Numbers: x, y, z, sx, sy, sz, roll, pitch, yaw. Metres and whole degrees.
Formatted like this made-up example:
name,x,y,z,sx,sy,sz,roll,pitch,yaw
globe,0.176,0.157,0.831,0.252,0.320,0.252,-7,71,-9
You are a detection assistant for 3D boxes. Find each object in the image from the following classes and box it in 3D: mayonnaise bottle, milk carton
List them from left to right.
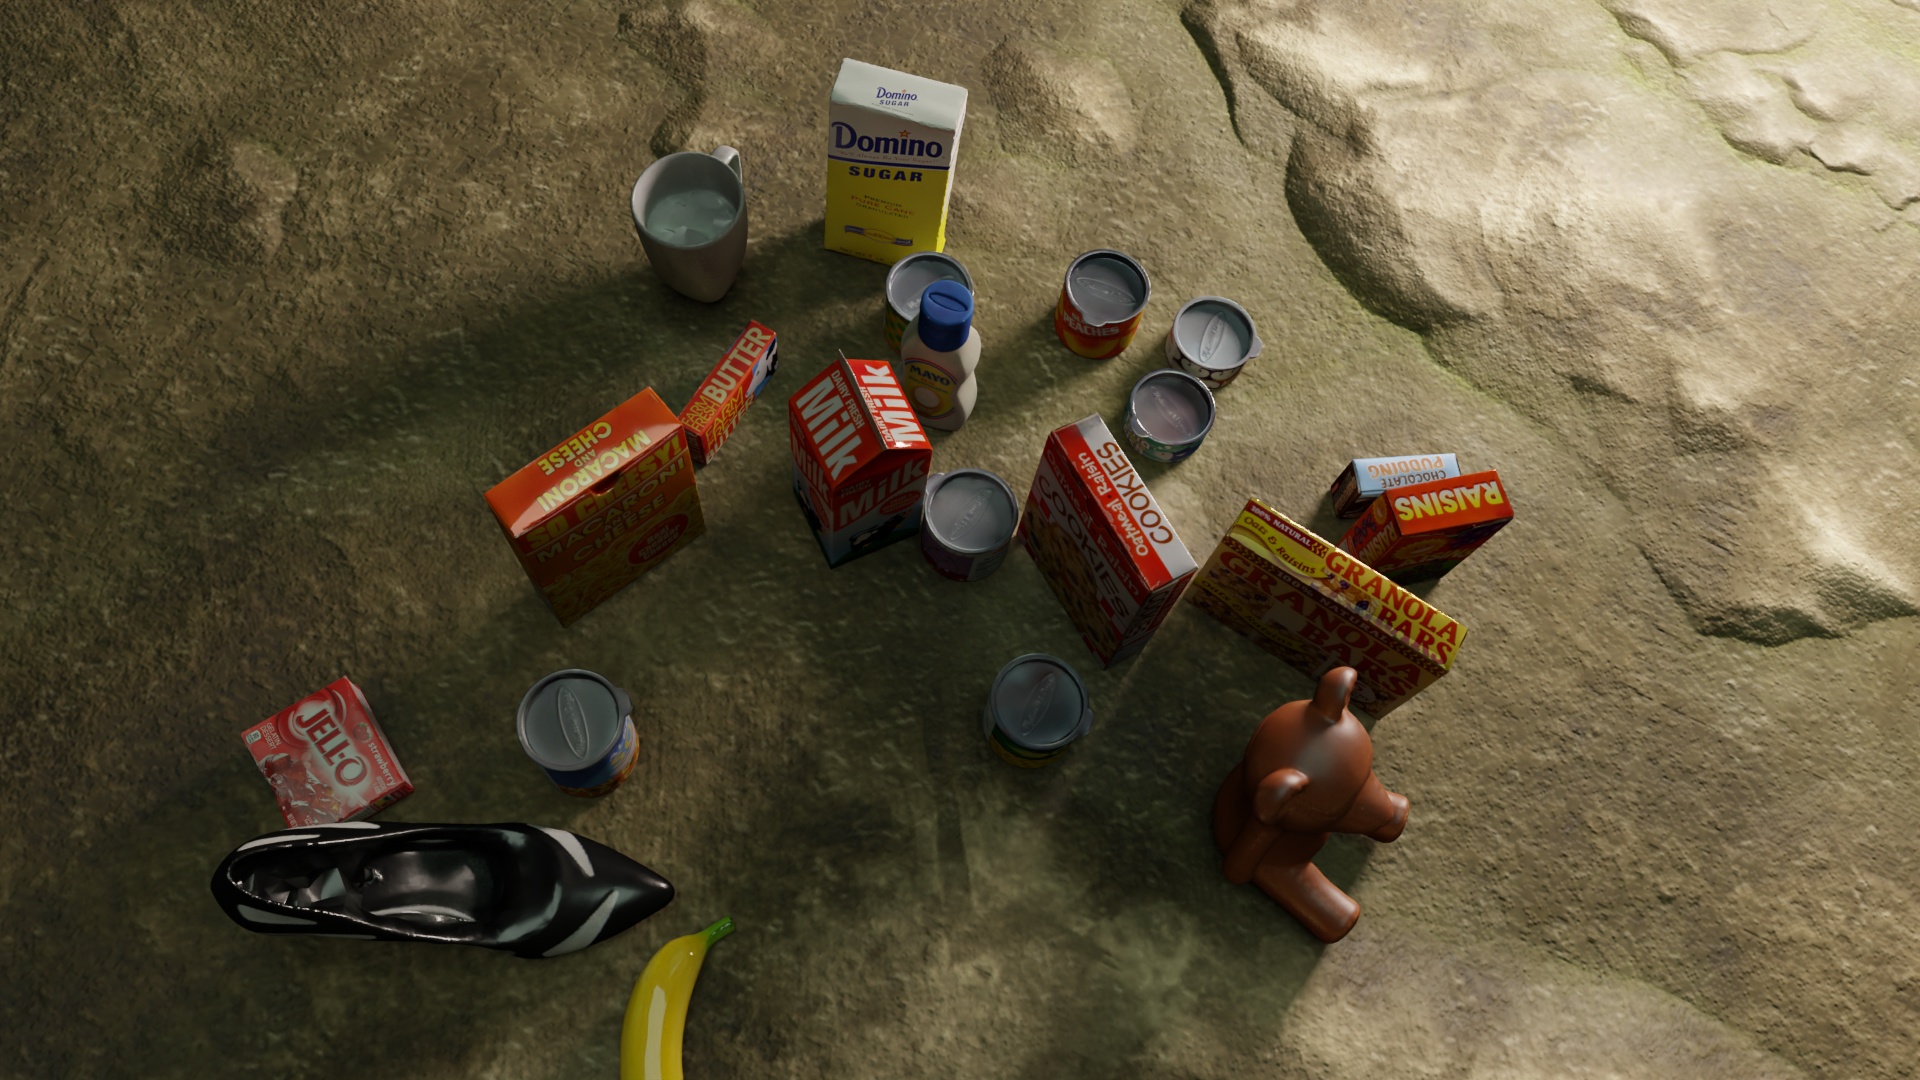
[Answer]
name,x,y,z,sx,sy,sz,roll,pitch,yaw
milk carton,-0.069,-0.055,0.935,0.073,0.189,0.072,-23,72,-14
mayonnaise bottle,-0.016,-0.132,0.995,0.065,0.147,0.041,22,68,4

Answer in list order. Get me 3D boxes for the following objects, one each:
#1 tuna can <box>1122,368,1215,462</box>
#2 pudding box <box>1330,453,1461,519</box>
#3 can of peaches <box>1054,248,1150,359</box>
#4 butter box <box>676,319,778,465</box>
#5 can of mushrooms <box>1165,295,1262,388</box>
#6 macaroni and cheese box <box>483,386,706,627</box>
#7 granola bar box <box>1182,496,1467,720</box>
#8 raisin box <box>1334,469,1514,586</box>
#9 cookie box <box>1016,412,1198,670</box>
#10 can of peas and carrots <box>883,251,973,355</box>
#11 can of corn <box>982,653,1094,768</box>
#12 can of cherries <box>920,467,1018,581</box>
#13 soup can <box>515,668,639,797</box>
name,x,y,z,sx,sy,sz,roll,pitch,yaw
tuna can,0.156,-0.094,1.058,0.071,0.032,0.071,2,67,-5
pudding box,0.327,-0.041,1.044,0.084,0.049,0.030,-4,68,-7
can of peaches,0.108,-0.181,1.076,0.071,0.057,0.071,2,67,-5
butter box,-0.171,-0.108,1.022,0.024,0.053,0.104,29,68,7
can of mushrooms,0.198,-0.154,1.087,0.071,0.033,0.071,2,67,-5
macaroni and cheese box,-0.234,-0.017,0.916,0.124,0.165,0.040,-37,76,-18
granola bar box,0.247,0.049,0.958,0.166,0.123,0.039,33,69,8
raisin box,0.323,-0.003,0.988,0.086,0.123,0.040,-10,69,-9
cookie box,0.093,0.006,0.938,0.040,0.166,0.123,-27,73,-15
can of peas and carrots,-0.024,-0.176,1.061,0.071,0.058,0.071,2,67,-5
can of corn,0.052,0.118,0.946,0.071,0.058,0.071,2,67,-5
can of cherries,0.004,-0.012,0.996,0.071,0.058,0.072,2,67,-5
soup can,-0.243,0.126,0.900,0.071,0.083,0.071,2,68,-5
